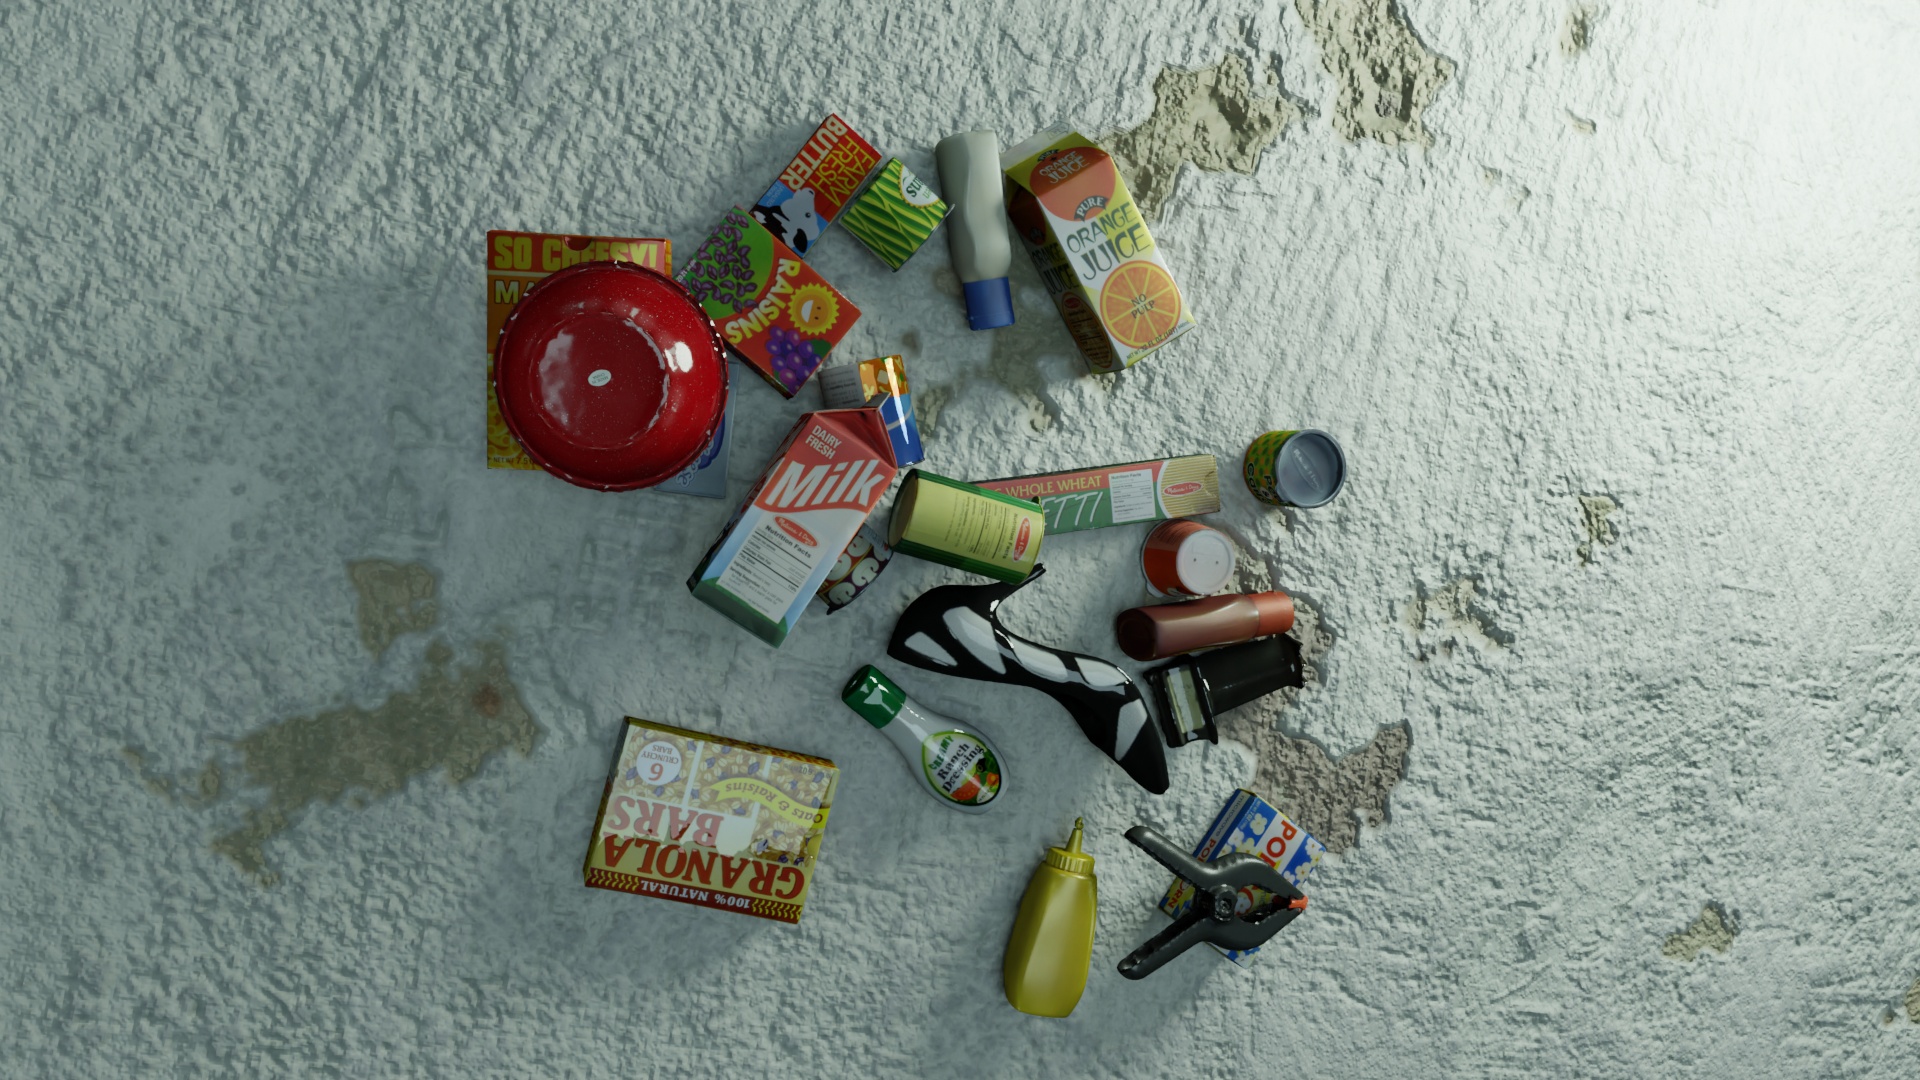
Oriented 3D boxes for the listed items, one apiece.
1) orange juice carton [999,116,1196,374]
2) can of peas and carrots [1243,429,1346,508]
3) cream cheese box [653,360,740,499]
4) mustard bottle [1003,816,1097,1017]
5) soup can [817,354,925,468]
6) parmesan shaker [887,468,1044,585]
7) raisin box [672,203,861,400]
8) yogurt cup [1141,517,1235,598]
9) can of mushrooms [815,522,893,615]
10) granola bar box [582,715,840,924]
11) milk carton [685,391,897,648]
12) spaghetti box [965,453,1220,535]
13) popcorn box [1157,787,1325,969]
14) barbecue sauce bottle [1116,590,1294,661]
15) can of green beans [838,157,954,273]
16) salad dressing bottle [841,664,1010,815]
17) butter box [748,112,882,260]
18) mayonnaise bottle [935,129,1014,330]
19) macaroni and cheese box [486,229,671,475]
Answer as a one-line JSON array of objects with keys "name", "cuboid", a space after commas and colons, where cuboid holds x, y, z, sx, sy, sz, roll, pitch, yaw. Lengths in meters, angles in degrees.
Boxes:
[{"name": "orange juice carton", "cuboid": [0.101, -0.233, 1.097, 0.072, 0.073, 0.192, -32, 101, -13]}, {"name": "can of peas and carrots", "cuboid": [0.279, -0.059, 1.168, 0.071, 0.059, 0.071, -1, 94, -16]}, {"name": "cream cheese box", "cuboid": [-0.198, -0.085, 1.037, 0.053, 0.024, 0.103, 6, 91, -18]}, {"name": "mustard bottle", "cuboid": [0.081, 0.303, 1.130, 0.065, 0.049, 0.160, 15, 88, -18]}, {"name": "soup can", "cuboid": [-0.066, -0.095, 1.057, 0.071, 0.071, 0.083, -14, 97, -16]}, {"name": "parmesan shaker", "cuboid": [0.004, -0.013, 1.050, 0.103, 0.071, 0.071, 16, 88, -17]}, {"name": "raisin box", "cuboid": [-0.149, -0.177, 1.040, 0.123, 0.040, 0.086, 40, 81, -14]}, {"name": "yogurt cup", "cuboid": [0.190, 0.016, 1.147, 0.072, 0.054, 0.072, -1, 93, -18]}, {"name": "can of mushrooms", "cuboid": [-0.087, 0.021, 1.055, 0.071, 0.071, 0.033, -46, 104, -10]}, {"name": "granola bar box", "cuboid": [-0.187, 0.212, 1.048, 0.166, 0.039, 0.124, 15, 89, -17]}, {"name": "milk carton", "cuboid": [-0.108, -0.026, 0.978, 0.073, 0.072, 0.190, 35, 86, -14]}, {"name": "spaghetti box", "cuboid": [0.091, -0.033, 1.126, 0.251, 0.028, 0.050, -8, 95, -17]}, {"name": "popcorn box", "cuboid": [0.240, 0.287, 1.184, 0.085, 0.038, 0.127, 38, 82, -15]}, {"name": "barbecue sauce bottle", "cuboid": [0.207, 0.068, 1.152, 0.149, 0.065, 0.043, -7, 95, -25]}, {"name": "can of green beans", "cuboid": [-0.050, -0.247, 1.053, 0.058, 0.071, 0.071, 41, 81, -15]}, {"name": "salad dressing bottle", "cuboid": [-0.028, 0.156, 1.092, 0.147, 0.044, 0.064, 41, 82, -15]}, {"name": "butter box", "cuboid": [-0.111, -0.268, 1.055, 0.053, 0.024, 0.103, 39, 82, -16]}, {"name": "mayonnaise bottle", "cuboid": [0.014, -0.239, 1.077, 0.041, 0.065, 0.147, -13, 101, -20]}, {"name": "macaroni and cheese box", "cuboid": [-0.268, -0.132, 0.984, 0.124, 0.040, 0.166, 2, 99, -5]}]
